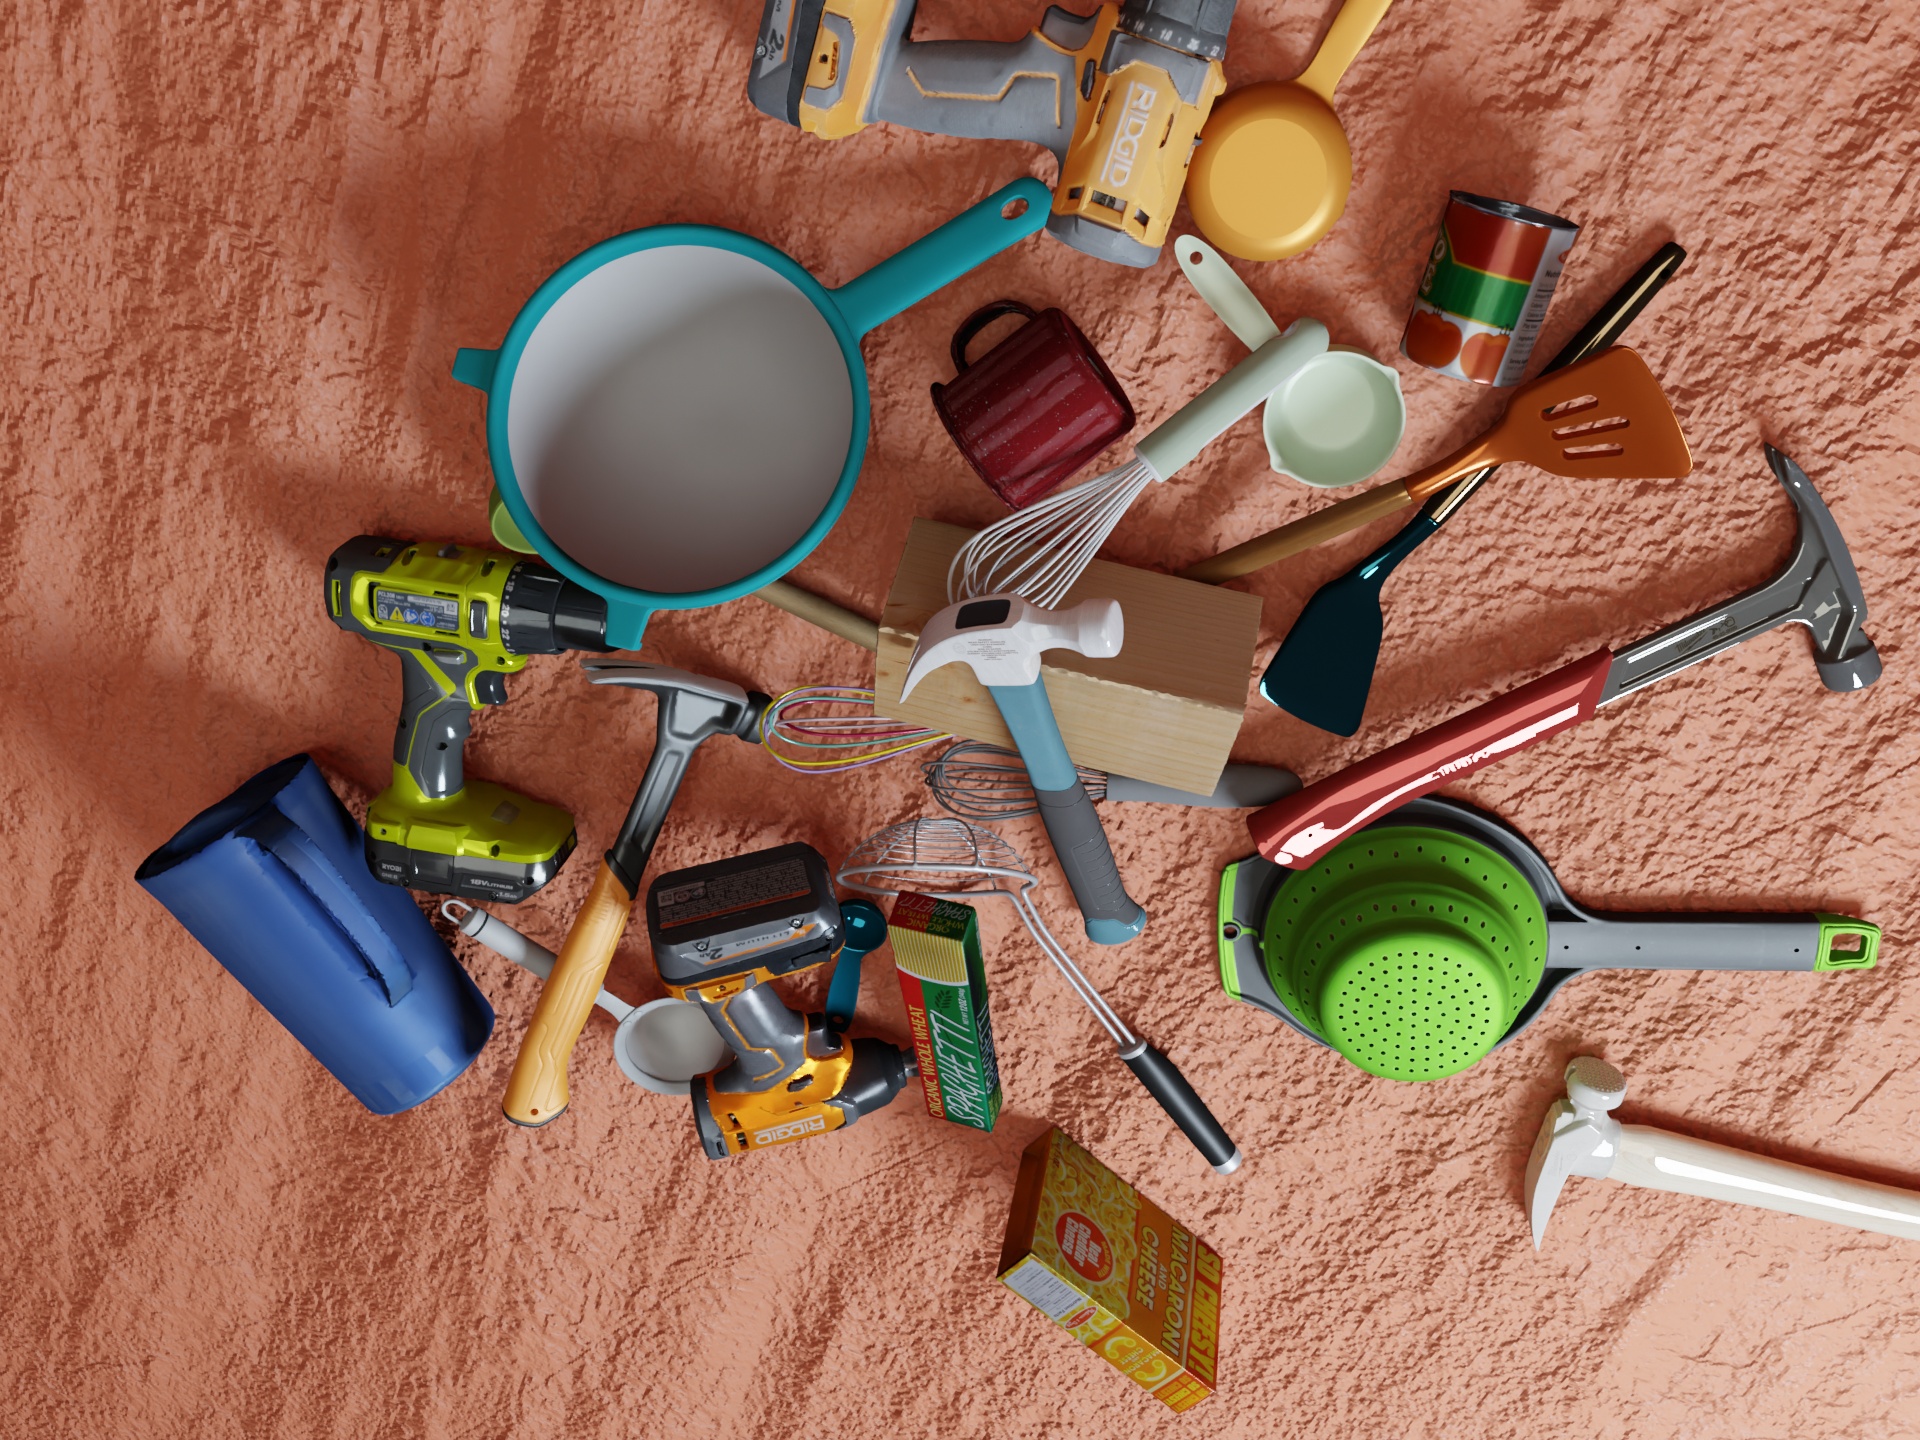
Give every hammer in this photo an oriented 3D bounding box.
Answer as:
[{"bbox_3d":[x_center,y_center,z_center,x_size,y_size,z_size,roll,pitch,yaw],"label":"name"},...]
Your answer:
[{"bbox_3d":[-0.236,0.119,1.031,0.127,0.034,0.337,15,108,-31],"label":"hammer"},{"bbox_3d":[0.059,0.041,0.924,0.128,0.033,0.330,1,144,20],"label":"hammer"},{"bbox_3d":[0.329,-0.013,0.918,0.359,0.037,0.149,-27,108,15],"label":"hammer"},{"bbox_3d":[0.588,0.324,1.047,0.410,0.038,0.146,10,118,5],"label":"hammer"}]

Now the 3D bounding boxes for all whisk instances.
[{"bbox_3d":[0.095,-0.131,0.849,0.246,0.058,0.059,-38,103,8],"label":"whisk"},{"bbox_3d":[0.093,0.037,0.994,0.239,0.055,0.055,1,115,5],"label":"whisk"},{"bbox_3d":[-0.002,-0.005,0.977,0.245,0.047,0.051,-4,129,-2],"label":"whisk"}]

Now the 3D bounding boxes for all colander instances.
[{"bbox_3d":[0.357,0.154,0.973,0.397,0.094,0.204,-1,115,11],"label":"colander"}]

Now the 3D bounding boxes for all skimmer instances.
[{"bbox_3d":[0.064,0.196,1.049,0.127,0.090,0.363,-17,117,50],"label":"skimmer"}]

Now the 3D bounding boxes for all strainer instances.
[{"bbox_3d":[-0.249,0.189,1.100,0.087,0.050,0.258,-42,120,15],"label":"strainer"},{"bbox_3d":[-0.096,-0.196,0.897,0.340,0.095,0.211,-31,85,1],"label":"strainer"}]

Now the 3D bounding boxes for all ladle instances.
[{"bbox_3d":[-0.133,-0.078,0.974,0.320,0.062,0.078,25,144,-6],"label":"ladle"}]

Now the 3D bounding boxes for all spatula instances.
[{"bbox_3d":[0.221,-0.112,0.864,0.322,0.041,0.081,-22,119,33],"label":"spatula"},{"bbox_3d":[0.286,-0.127,0.882,0.082,0.044,0.317,24,118,-29],"label":"spatula"}]

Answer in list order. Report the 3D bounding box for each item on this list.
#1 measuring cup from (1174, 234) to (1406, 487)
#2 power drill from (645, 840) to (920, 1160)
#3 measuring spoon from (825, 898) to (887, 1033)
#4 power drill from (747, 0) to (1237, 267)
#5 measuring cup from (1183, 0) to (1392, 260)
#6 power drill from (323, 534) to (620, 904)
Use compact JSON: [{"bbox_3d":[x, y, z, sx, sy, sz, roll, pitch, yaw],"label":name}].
[{"bbox_3d":[0.175,-0.202,0.870,0.083,0.038,0.167,-39,101,24],"label":"measuring cup"},{"bbox_3d":[-0.112,0.192,1.058,0.164,0.084,0.226,-13,127,-7],"label":"power drill"},{"bbox_3d":[-0.077,0.170,1.106,0.042,0.021,0.128,14,126,1],"label":"measuring spoon"},{"bbox_3d":[0.024,-0.349,0.789,0.226,0.084,0.185,22,116,7],"label":"power drill"},{"bbox_3d":[0.179,-0.315,0.805,0.095,0.052,0.173,29,119,-5],"label":"measuring cup"},{"bbox_3d":[-0.305,-0.001,1.030,0.190,0.080,0.228,9,114,4],"label":"power drill"}]
